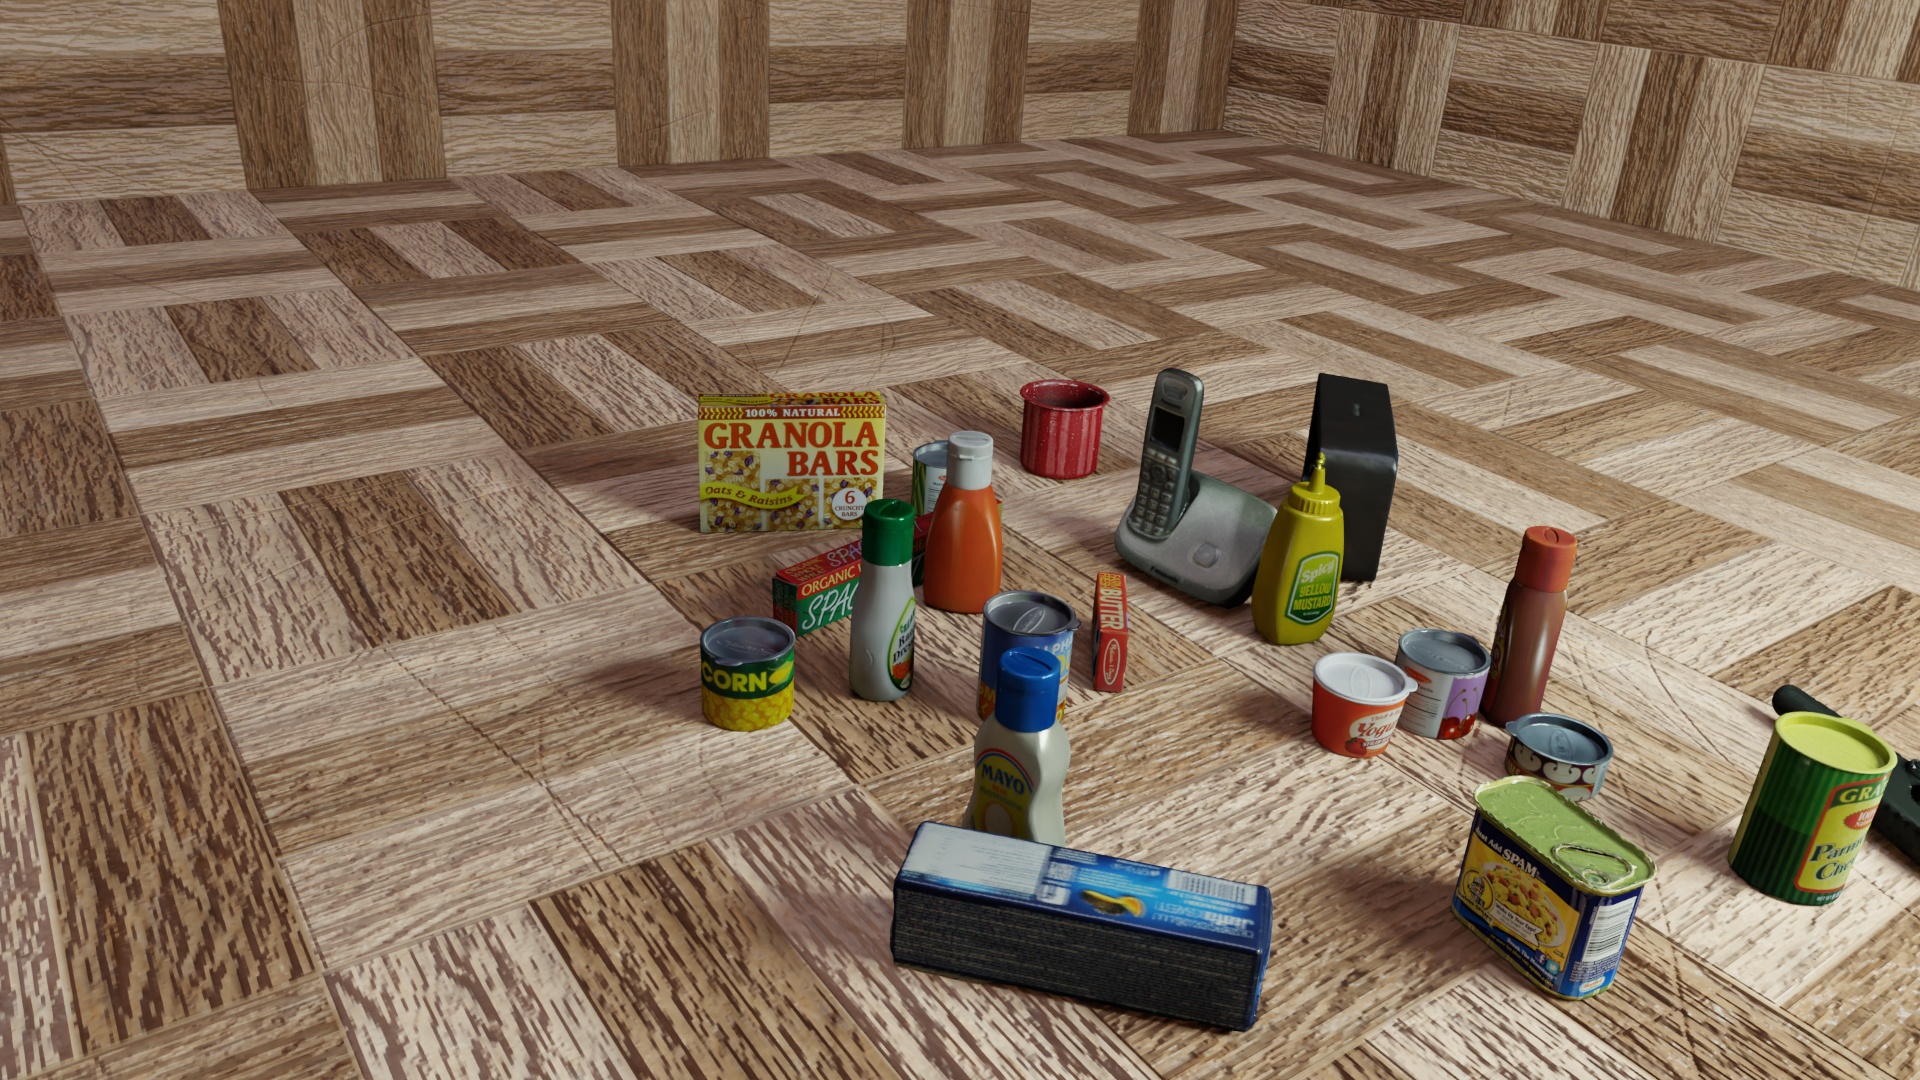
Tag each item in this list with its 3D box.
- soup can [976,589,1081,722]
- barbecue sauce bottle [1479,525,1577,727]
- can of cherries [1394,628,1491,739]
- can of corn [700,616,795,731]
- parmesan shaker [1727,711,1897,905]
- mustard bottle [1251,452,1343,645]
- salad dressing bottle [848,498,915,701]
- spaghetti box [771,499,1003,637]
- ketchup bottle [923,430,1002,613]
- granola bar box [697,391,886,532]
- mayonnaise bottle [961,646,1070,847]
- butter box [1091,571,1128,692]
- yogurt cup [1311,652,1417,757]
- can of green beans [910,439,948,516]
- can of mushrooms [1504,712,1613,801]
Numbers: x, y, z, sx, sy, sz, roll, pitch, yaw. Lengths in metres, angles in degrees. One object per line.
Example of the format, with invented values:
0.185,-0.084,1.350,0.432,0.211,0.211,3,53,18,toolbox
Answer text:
0.049,0.088,0.999,0.071,0.083,0.071,3,25,-1,soup can
0.420,0.063,1.027,0.044,0.147,0.065,10,26,14,barbecue sauce bottle
0.356,0.106,1.033,0.071,0.058,0.072,3,25,-1,can of cherries
-0.152,0.096,0.986,0.071,0.058,0.071,3,25,-1,can of corn
0.535,0.168,0.873,0.071,0.102,0.071,3,25,-1,parmesan shaker
0.276,0.006,1.115,0.065,0.159,0.049,-7,27,-22,mustard bottle
-0.055,0.043,1.005,0.044,0.147,0.064,12,26,17,salad dressing bottle
-0.056,0.017,1.174,0.029,0.050,0.251,24,32,36,spaghetti box
0.004,-0.014,1.134,0.065,0.148,0.044,7,25,7,ketchup bottle
-0.154,-0.072,1.263,0.166,0.123,0.039,-2,25,-11,granola bar box
0.035,0.135,0.823,0.065,0.147,0.041,20,30,32,mayonnaise bottle
0.116,0.070,1.083,0.024,0.053,0.104,5,25,3,butter box
0.284,0.119,0.999,0.072,0.053,0.073,3,25,-1,yogurt cup
-0.014,-0.056,1.325,0.071,0.057,0.071,3,25,-1,can of green beans
0.416,0.151,0.974,0.071,0.033,0.071,3,25,-1,can of mushrooms
